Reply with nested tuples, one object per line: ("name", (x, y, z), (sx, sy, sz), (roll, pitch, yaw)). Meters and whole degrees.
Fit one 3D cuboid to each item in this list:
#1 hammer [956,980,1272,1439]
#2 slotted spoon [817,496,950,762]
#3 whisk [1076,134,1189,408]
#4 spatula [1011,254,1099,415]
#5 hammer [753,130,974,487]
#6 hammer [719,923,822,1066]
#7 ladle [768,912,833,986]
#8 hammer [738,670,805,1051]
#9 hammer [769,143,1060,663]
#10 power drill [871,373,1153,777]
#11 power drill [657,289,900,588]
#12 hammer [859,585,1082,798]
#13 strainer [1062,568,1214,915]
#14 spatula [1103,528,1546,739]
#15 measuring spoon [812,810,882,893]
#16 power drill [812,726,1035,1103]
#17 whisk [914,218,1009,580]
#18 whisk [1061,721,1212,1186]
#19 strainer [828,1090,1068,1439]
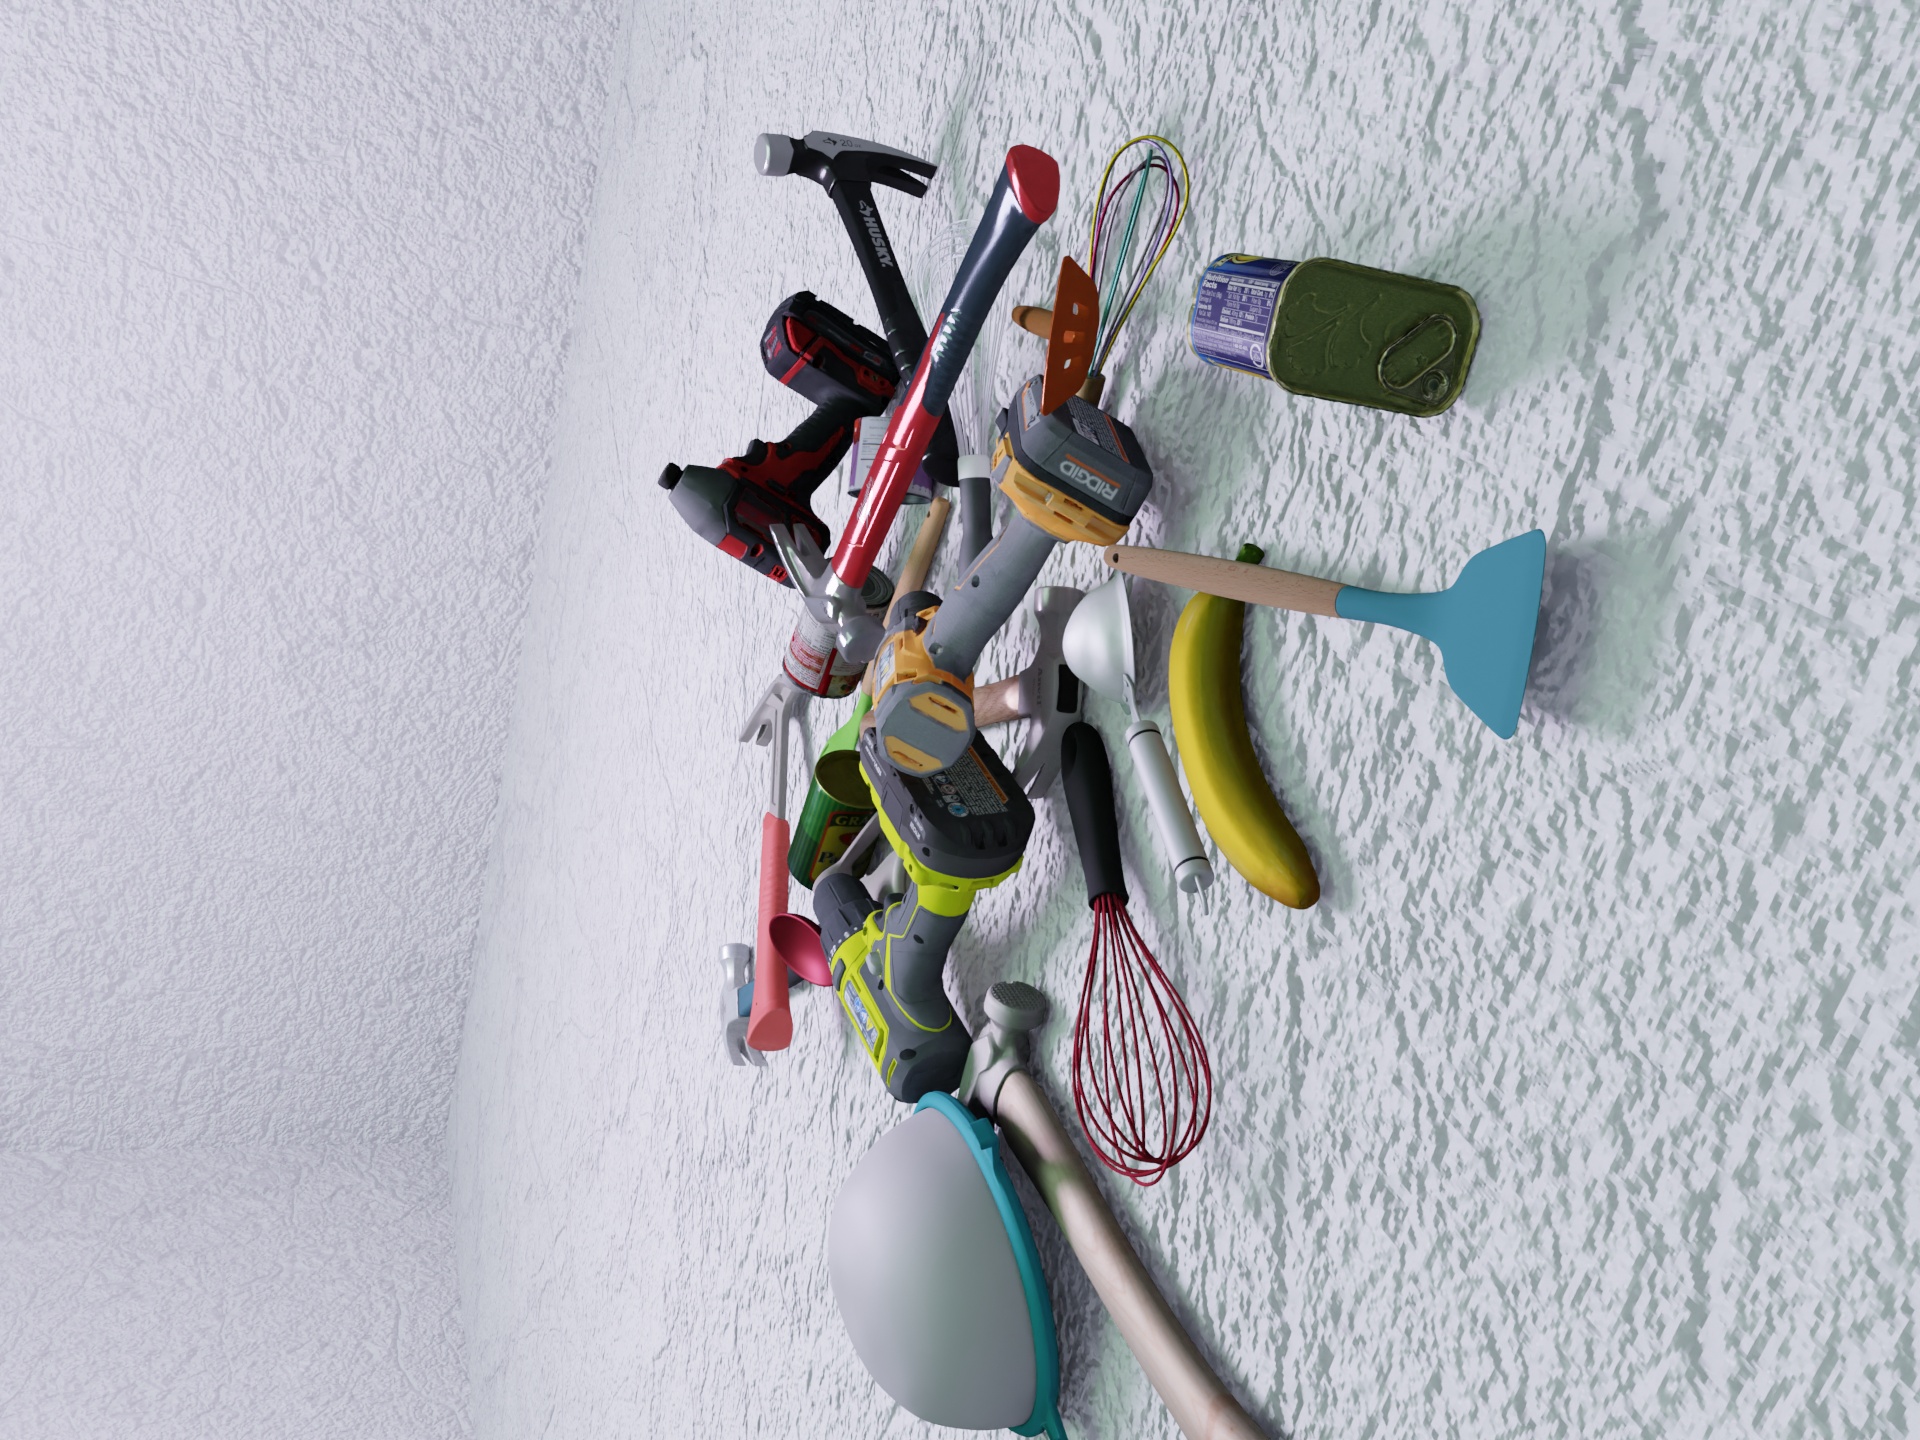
("hammer", (0.086, 0.312, 0.863), (0.411, 0.038, 0.146), (-131, 49, -58))
("slotted spoon", (-0.066, -0.046, 1.289), (0.070, 0.031, 0.313), (-114, 38, -48))
("whisk", (0.088, -0.231, 0.970), (0.051, 0.047, 0.244), (-101, 22, -57))
("spatula", (0.049, -0.238, 0.957), (0.323, 0.041, 0.081), (-109, 26, -72))
("hammer", (-0.046, -0.319, 1.216), (0.035, 0.146, 0.335), (-52, 51, 51))
("hammer", (-0.158, 0.225, 1.428), (0.331, 0.033, 0.128), (137, 134, -56))
("ladle", (-0.060, 0.207, 1.179), (0.316, 0.031, 0.069), (21, 135, 56))
("hammer", (-0.167, 0.122, 1.409), (0.149, 0.036, 0.359), (129, 147, -48))
("hammer", (-0.035, -0.223, 1.094), (0.143, 0.038, 0.386), (57, 136, 31))
("power drill", (0.018, -0.095, 0.975), (0.226, 0.084, 0.185), (-56, 16, 21))
("power drill", (-0.145, -0.229, 1.291), (0.078, 0.143, 0.220), (-23, 41, 62))
("hammer", (-0.002, -0.004, 1.129), (0.331, 0.031, 0.130), (166, 108, -65))
("strainer", (0.096, 0.003, 0.870), (0.086, 0.050, 0.259), (86, 172, -46))
("spatula", (0.156, -0.062, 0.748), (0.318, 0.044, 0.082), (21, 107, 57))
("measuring spoon", (-0.070, 0.096, 1.234), (0.124, 0.034, 0.018), (-51, 57, 15))
("power drill", (-0.037, 0.112, 1.056), (0.191, 0.080, 0.228), (55, 140, 44))
("whisk", (0.009, -0.209, 1.113), (0.070, 0.070, 0.284), (176, 91, -66))
("whisk", (0.086, 0.117, 0.884), (0.073, 0.073, 0.296), (120, 152, -44))
("strainer", (-0.048, 0.352, 1.032), (0.340, 0.095, 0.211), (157, 100, -68))
